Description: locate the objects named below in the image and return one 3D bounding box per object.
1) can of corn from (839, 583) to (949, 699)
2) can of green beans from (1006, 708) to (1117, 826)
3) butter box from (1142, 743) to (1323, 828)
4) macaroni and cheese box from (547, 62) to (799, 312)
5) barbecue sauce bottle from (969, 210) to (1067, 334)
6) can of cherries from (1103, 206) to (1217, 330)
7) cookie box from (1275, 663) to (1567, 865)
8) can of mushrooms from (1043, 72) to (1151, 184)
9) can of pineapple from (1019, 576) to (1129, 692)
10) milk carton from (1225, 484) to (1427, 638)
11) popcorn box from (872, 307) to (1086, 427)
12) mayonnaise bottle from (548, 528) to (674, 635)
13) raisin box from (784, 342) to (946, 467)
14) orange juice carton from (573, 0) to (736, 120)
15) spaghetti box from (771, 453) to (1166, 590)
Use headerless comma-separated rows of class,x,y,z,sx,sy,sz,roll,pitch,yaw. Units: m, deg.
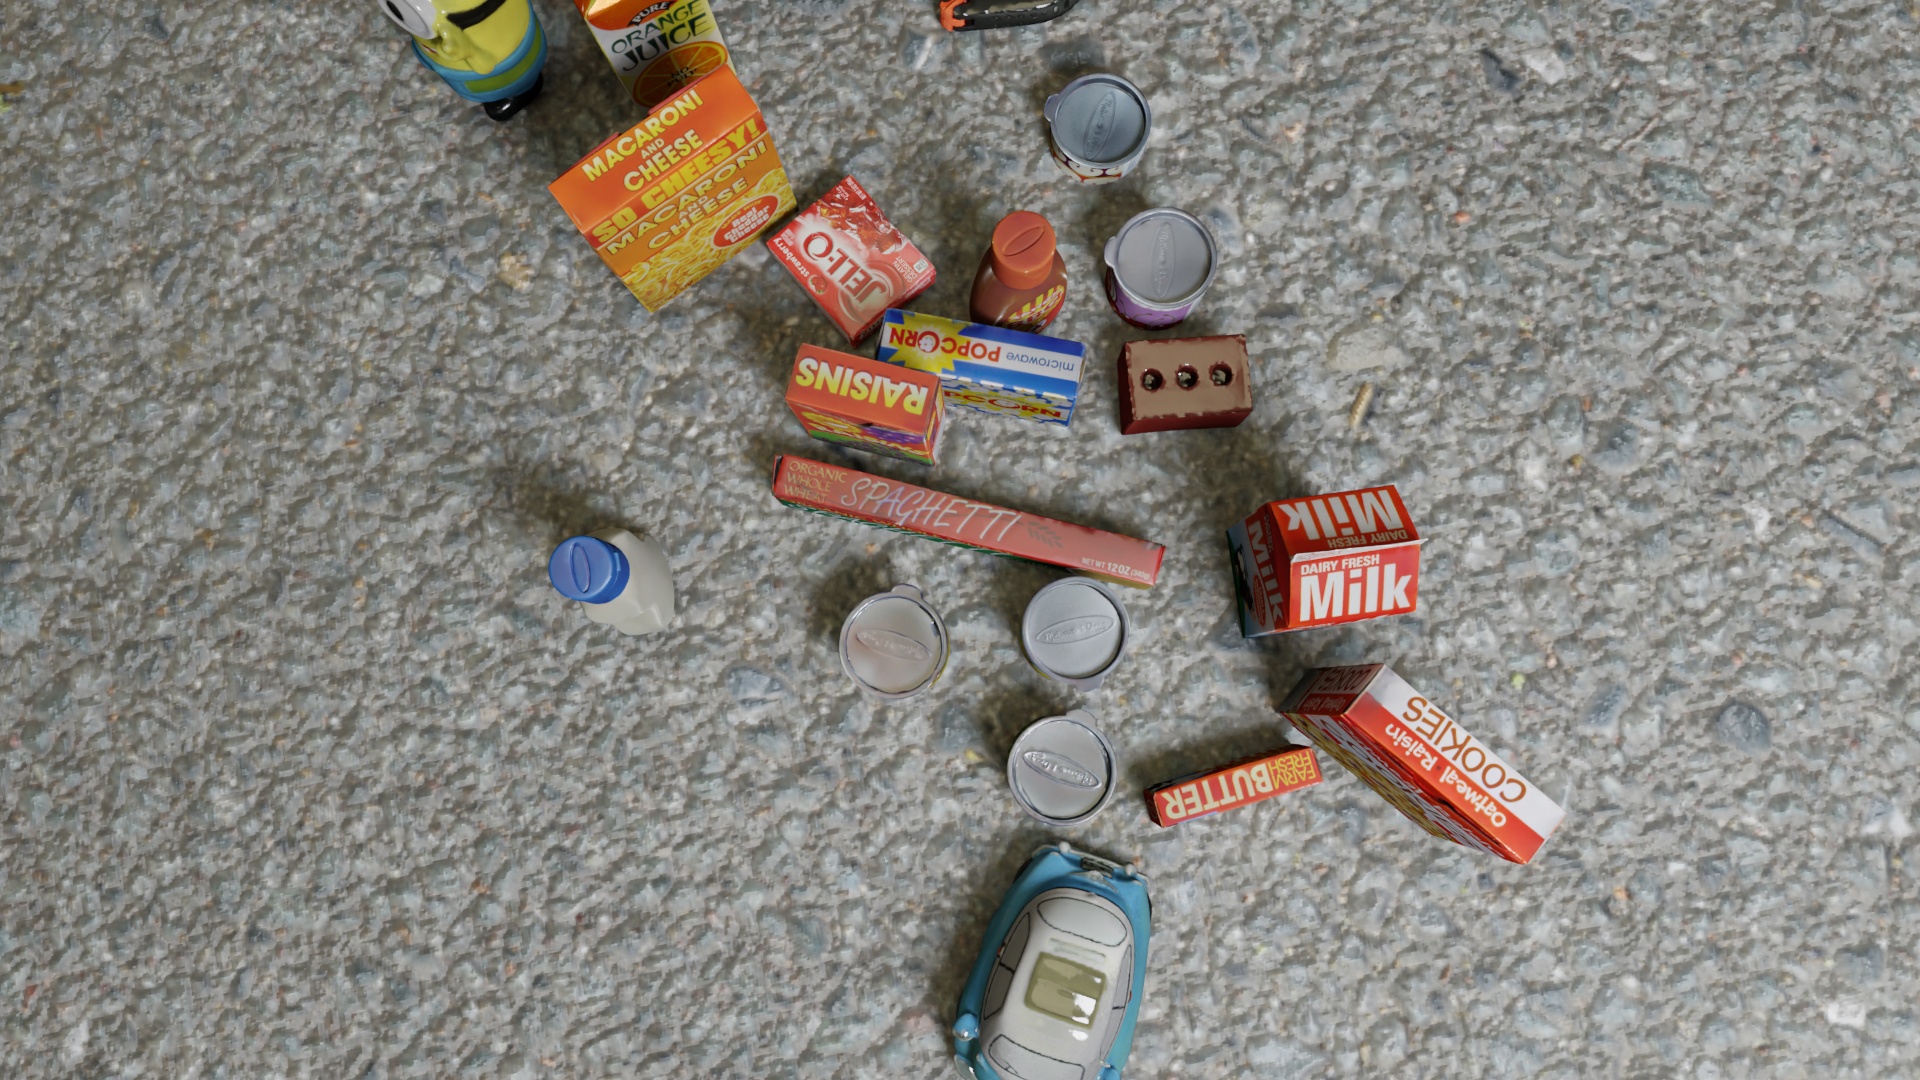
can of corn,-0.039,0.064,0.870,0.071,0.058,0.071,0,83,1
can of green beans,0.062,0.141,0.860,0.071,0.058,0.071,0,83,1
butter box,0.167,0.151,0.860,0.103,0.053,0.024,-16,84,-1
macaroni and cheese box,-0.170,-0.210,0.850,0.124,0.166,0.040,-36,85,-3
barbecue sauce bottle,0.036,-0.161,0.851,0.065,0.148,0.043,-33,84,-3
can of cherries,0.126,-0.175,0.897,0.071,0.058,0.071,0,83,1
cookie box,0.258,0.126,0.804,0.123,0.167,0.040,39,86,5
can of mushrooms,0.089,-0.273,0.921,0.071,0.033,0.071,0,83,1
can of pineapple,0.070,0.059,0.870,0.071,0.058,0.071,0,83,1
milk carton,0.208,0.014,0.807,0.072,0.190,0.073,-8,84,0
popcorn box,0.013,-0.107,0.876,0.127,0.085,0.038,11,84,2
mayonnaise bottle,-0.207,0.022,0.832,0.041,0.148,0.065,-13,84,0
raisin box,-0.055,-0.081,0.855,0.086,0.123,0.040,15,84,2
orange juice carton,-0.201,-0.339,0.853,0.073,0.192,0.072,-29,84,-2
spaghetti box,0.003,-0.011,0.883,0.250,0.050,0.029,13,84,2
